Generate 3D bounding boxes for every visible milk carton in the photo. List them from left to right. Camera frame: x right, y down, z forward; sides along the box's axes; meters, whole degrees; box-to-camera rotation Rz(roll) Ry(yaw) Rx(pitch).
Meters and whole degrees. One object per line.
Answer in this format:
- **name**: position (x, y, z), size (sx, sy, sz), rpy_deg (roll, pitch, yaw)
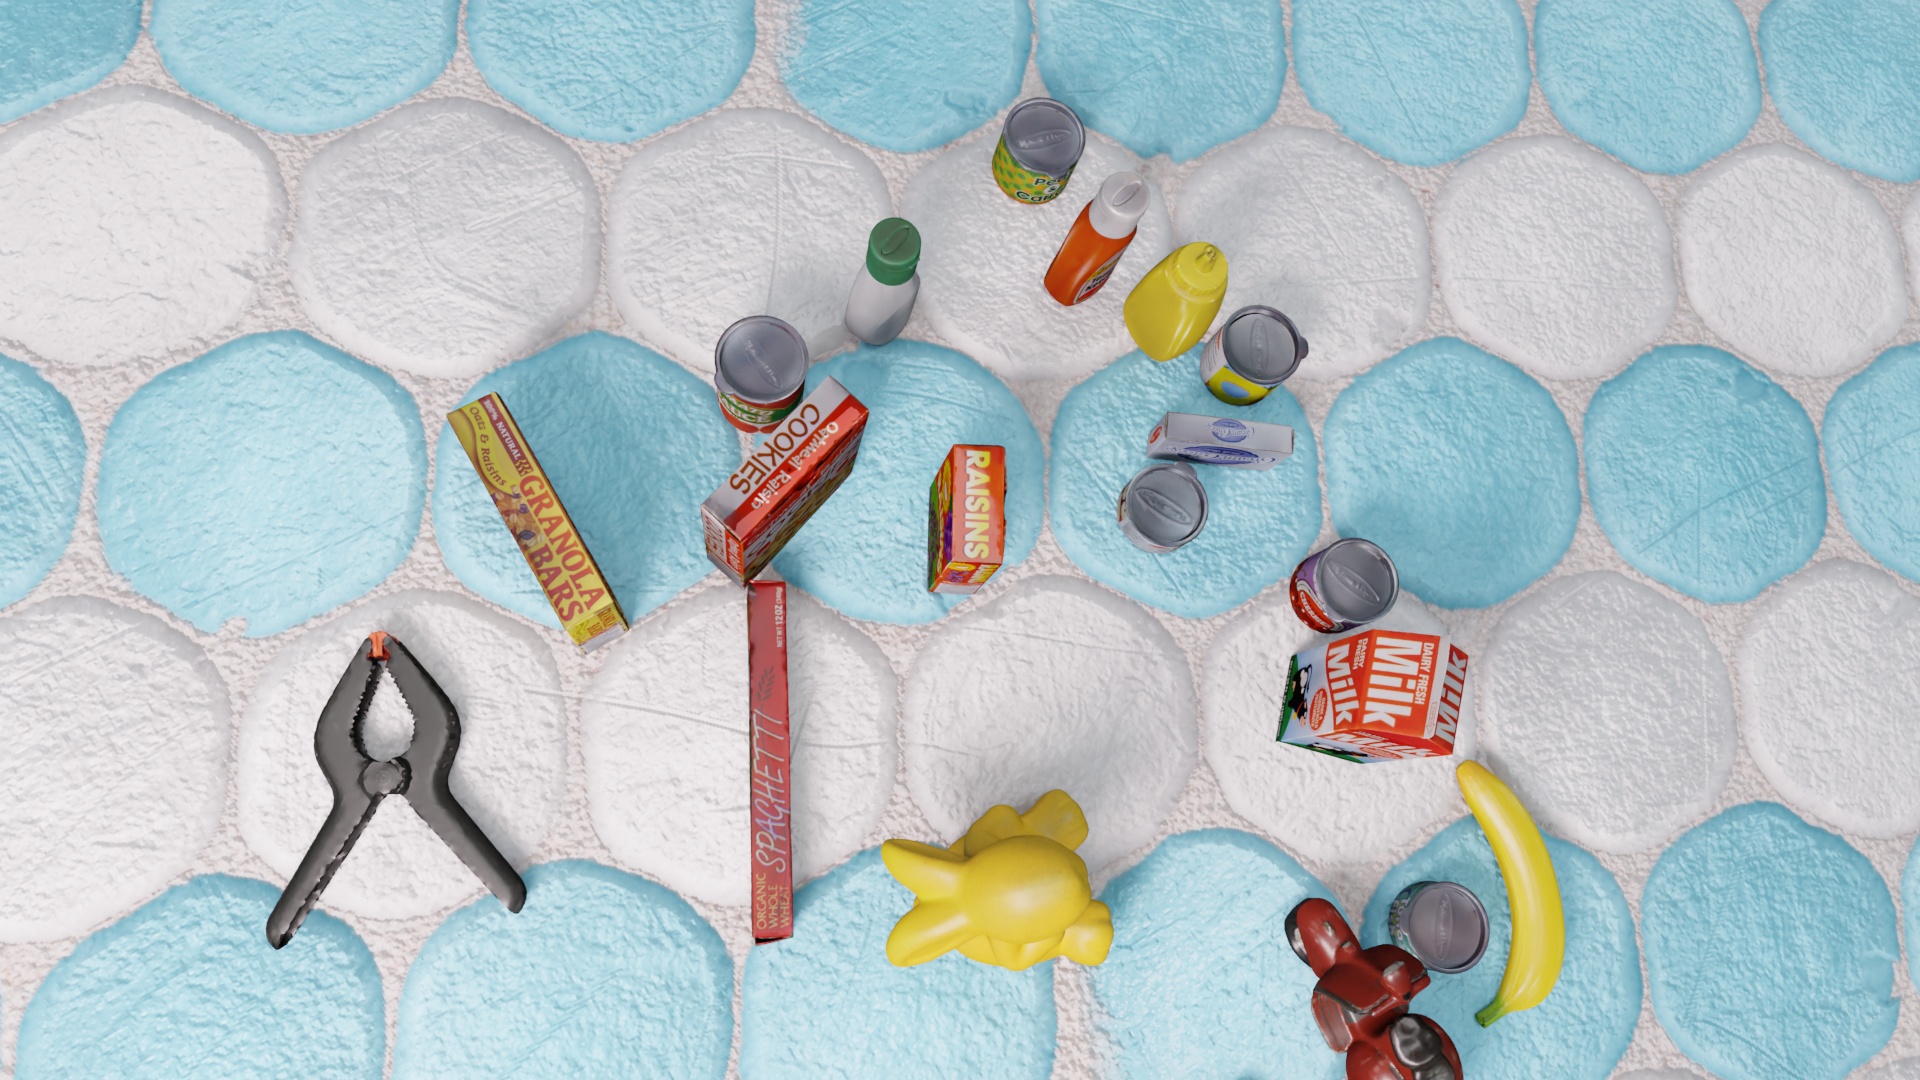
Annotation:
- **milk carton**: position (0.297, 0.112, 0.986), size (0.073, 0.190, 0.072), rpy_deg (15, 76, -5)

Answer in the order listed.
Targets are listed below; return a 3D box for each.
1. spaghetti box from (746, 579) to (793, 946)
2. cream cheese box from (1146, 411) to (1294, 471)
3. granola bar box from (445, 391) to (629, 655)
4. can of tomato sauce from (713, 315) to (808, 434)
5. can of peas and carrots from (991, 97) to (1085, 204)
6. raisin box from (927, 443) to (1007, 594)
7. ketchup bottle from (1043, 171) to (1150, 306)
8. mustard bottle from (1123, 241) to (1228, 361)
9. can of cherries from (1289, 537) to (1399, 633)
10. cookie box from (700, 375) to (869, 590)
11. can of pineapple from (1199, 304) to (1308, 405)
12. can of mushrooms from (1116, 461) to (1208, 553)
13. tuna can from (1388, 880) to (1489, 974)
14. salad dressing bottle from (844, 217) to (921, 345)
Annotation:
- **spaghetti box**: position (-0.135, 0.154, 0.980), size (0.029, 0.050, 0.250), rpy_deg (-1, 77, -9)
- **cream cheese box**: position (0.202, -0.077, 1.086), size (0.104, 0.053, 0.024), rpy_deg (6, 77, -8)
- **granola bar box**: position (-0.287, -0.008, 0.955), size (0.039, 0.124, 0.165), rpy_deg (-30, 83, -14)
- **can of tomato sauce**: position (-0.148, -0.119, 1.024), size (0.071, 0.083, 0.071), rpy_deg (2, 77, -9)
- **can of peas and carrots**: position (0.063, -0.309, 1.115), size (0.071, 0.058, 0.071), rpy_deg (2, 77, -9)
- **raisin box**: position (0.004, -0.013, 1.003), size (0.040, 0.123, 0.086), rpy_deg (3, 77, -8)
- **ketchup bottle**: position (0.106, -0.231, 1.057), size (0.065, 0.148, 0.043), rpy_deg (-43, 87, -15)
- **mustard bottle**: position (0.169, -0.187, 1.051), size (0.049, 0.160, 0.065), rpy_deg (-35, 85, -14)
- **can of cherries**: position (0.292, 0.037, 1.071), size (0.071, 0.058, 0.071), rpy_deg (2, 77, -9)
- **cookie box**: position (-0.122, -0.035, 0.965), size (0.040, 0.167, 0.123), rpy_deg (41, 75, 2)
- **can of pineapple**: position (0.232, -0.145, 1.104), size (0.071, 0.057, 0.071), rpy_deg (2, 77, -9)
- **can of mushrooms**: position (0.157, -0.026, 1.077), size (0.071, 0.033, 0.071), rpy_deg (2, 77, -9)
- **tuna can**: position (0.354, 0.287, 1.036), size (0.071, 0.032, 0.071), rpy_deg (2, 77, -9)
- **salad dressing bottle**: position (-0.055, -0.190, 1.022), size (0.044, 0.147, 0.064), rpy_deg (41, 75, 1)
